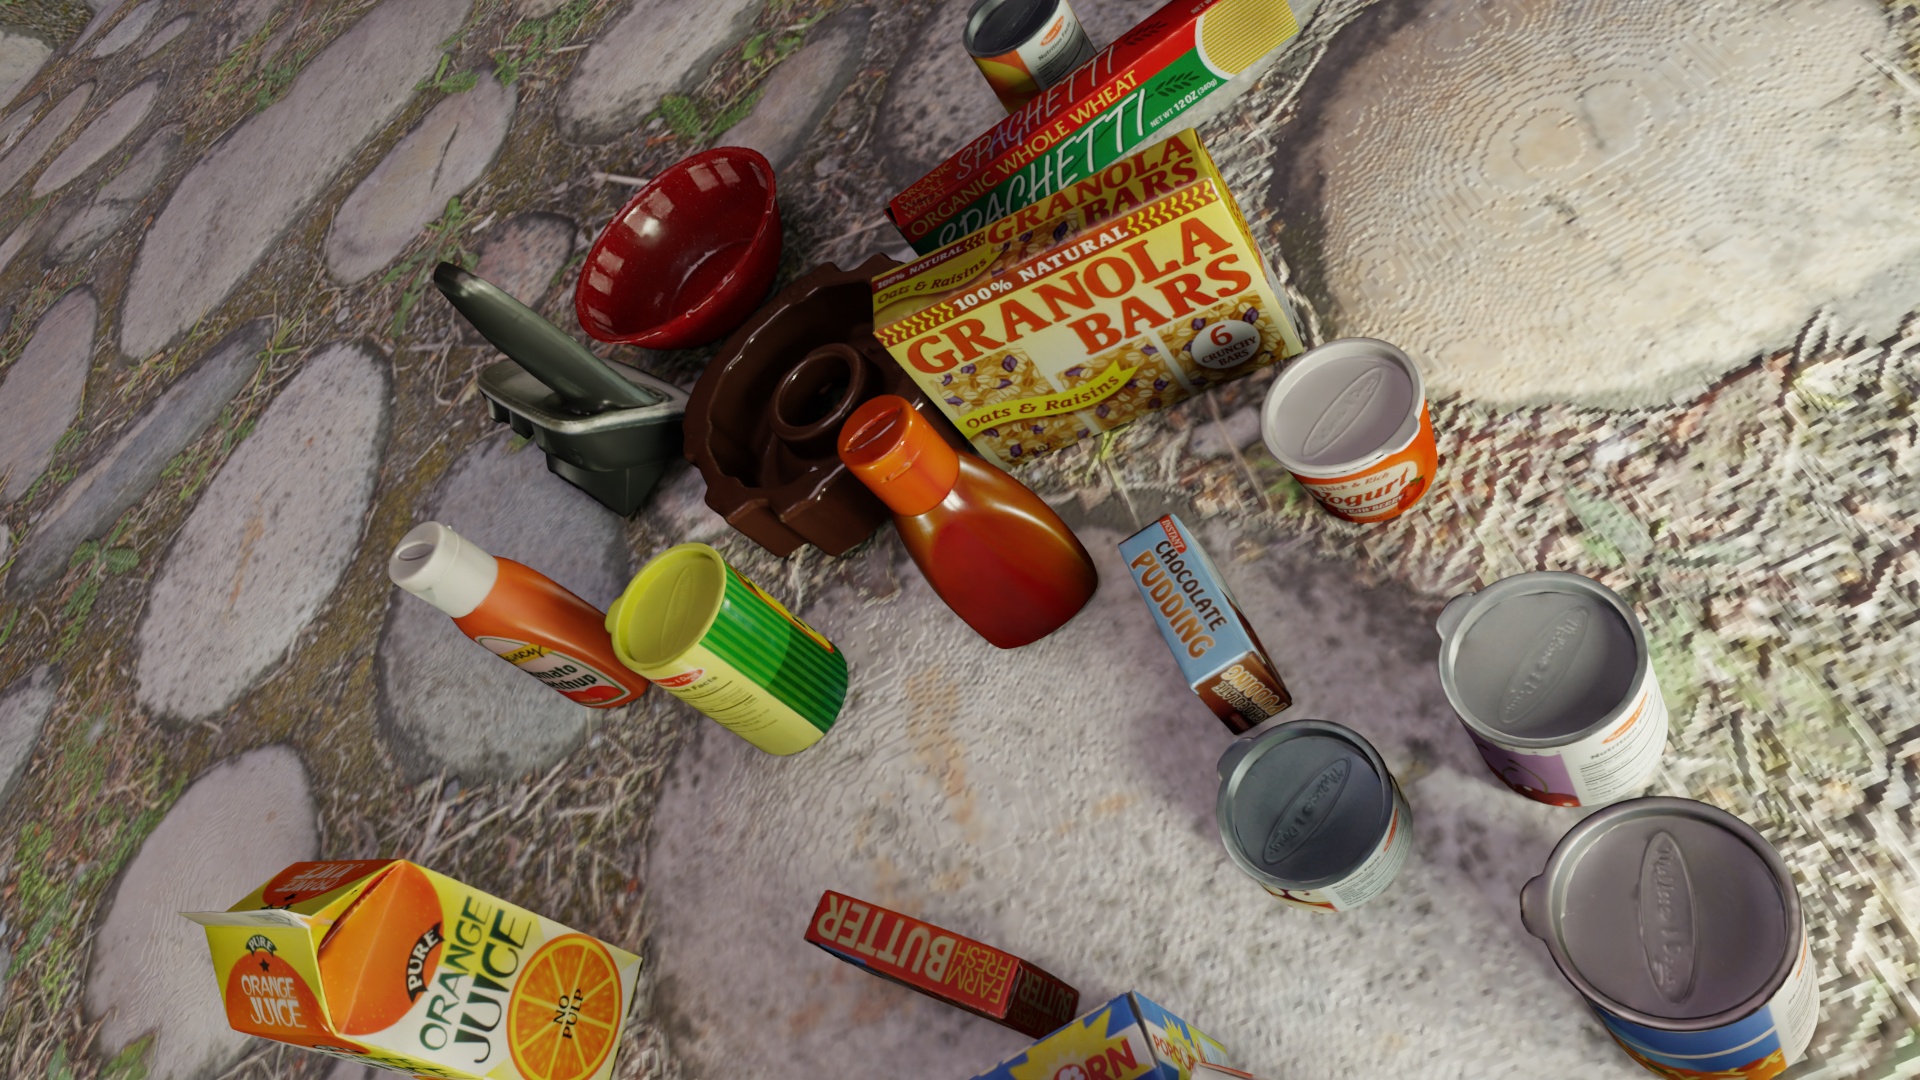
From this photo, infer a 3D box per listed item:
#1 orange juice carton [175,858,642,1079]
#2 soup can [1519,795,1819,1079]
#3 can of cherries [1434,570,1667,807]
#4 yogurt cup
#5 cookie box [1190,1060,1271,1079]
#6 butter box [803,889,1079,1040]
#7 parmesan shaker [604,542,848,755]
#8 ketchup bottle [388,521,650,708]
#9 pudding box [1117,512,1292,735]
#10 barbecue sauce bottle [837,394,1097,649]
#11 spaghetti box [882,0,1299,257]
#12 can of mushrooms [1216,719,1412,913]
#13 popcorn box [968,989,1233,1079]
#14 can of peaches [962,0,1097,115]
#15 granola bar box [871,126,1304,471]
[{"bbox_3d":[-0.235,0.189,0.602,0.071,0.192,0.073,-8,56,30],"label":"orange juice carton"},{"bbox_3d":[0.214,0.122,0.416,0.071,0.083,0.072,-18,52,24],"label":"soup can"},{"bbox_3d":[0.207,0.051,0.487,0.071,0.058,0.072,-18,52,24],"label":"can of cherries"},{"bbox_3d":[0.166,-0.043,0.584,0.072,0.054,0.073,-18,52,24],"label":"yogurt cup"},{"bbox_3d":[0.095,0.222,0.370,0.040,0.167,0.123,2,62,36],"label":"cookie box"},{"bbox_3d":[-0.008,0.171,0.556,0.103,0.053,0.024,8,65,38],"label":"butter box"},{"bbox_3d":[-0.111,0.055,0.673,0.071,0.103,0.071,-18,52,24],"label":"parmesan shaker"},{"bbox_3d":[-0.230,0.040,0.733,0.064,0.148,0.044,-8,56,31],"label":"ketchup bottle"},{"bbox_3d":[0.101,0.034,0.578,0.030,0.049,0.084,-33,47,12],"label":"pudding box"},{"bbox_3d":[0.002,-0.008,0.606,0.065,0.148,0.044,-35,47,10],"label":"barbecue sauce bottle"},{"bbox_3d":[0.072,-0.238,0.786,0.250,0.050,0.029,-33,47,11],"label":"spaghetti box"},{"bbox_3d":[0.131,0.102,0.521,0.071,0.033,0.071,-18,52,24],"label":"can of mushrooms"},{"bbox_3d":[0.029,0.211,0.480,0.126,0.085,0.038,-33,47,11],"label":"popcorn box"},{"bbox_3d":[0.042,-0.298,0.843,0.071,0.058,0.071,-18,52,24],"label":"can of peaches"},{"bbox_3d":[0.060,-0.106,0.652,0.165,0.124,0.039,-21,51,22],"label":"granola bar box"}]
